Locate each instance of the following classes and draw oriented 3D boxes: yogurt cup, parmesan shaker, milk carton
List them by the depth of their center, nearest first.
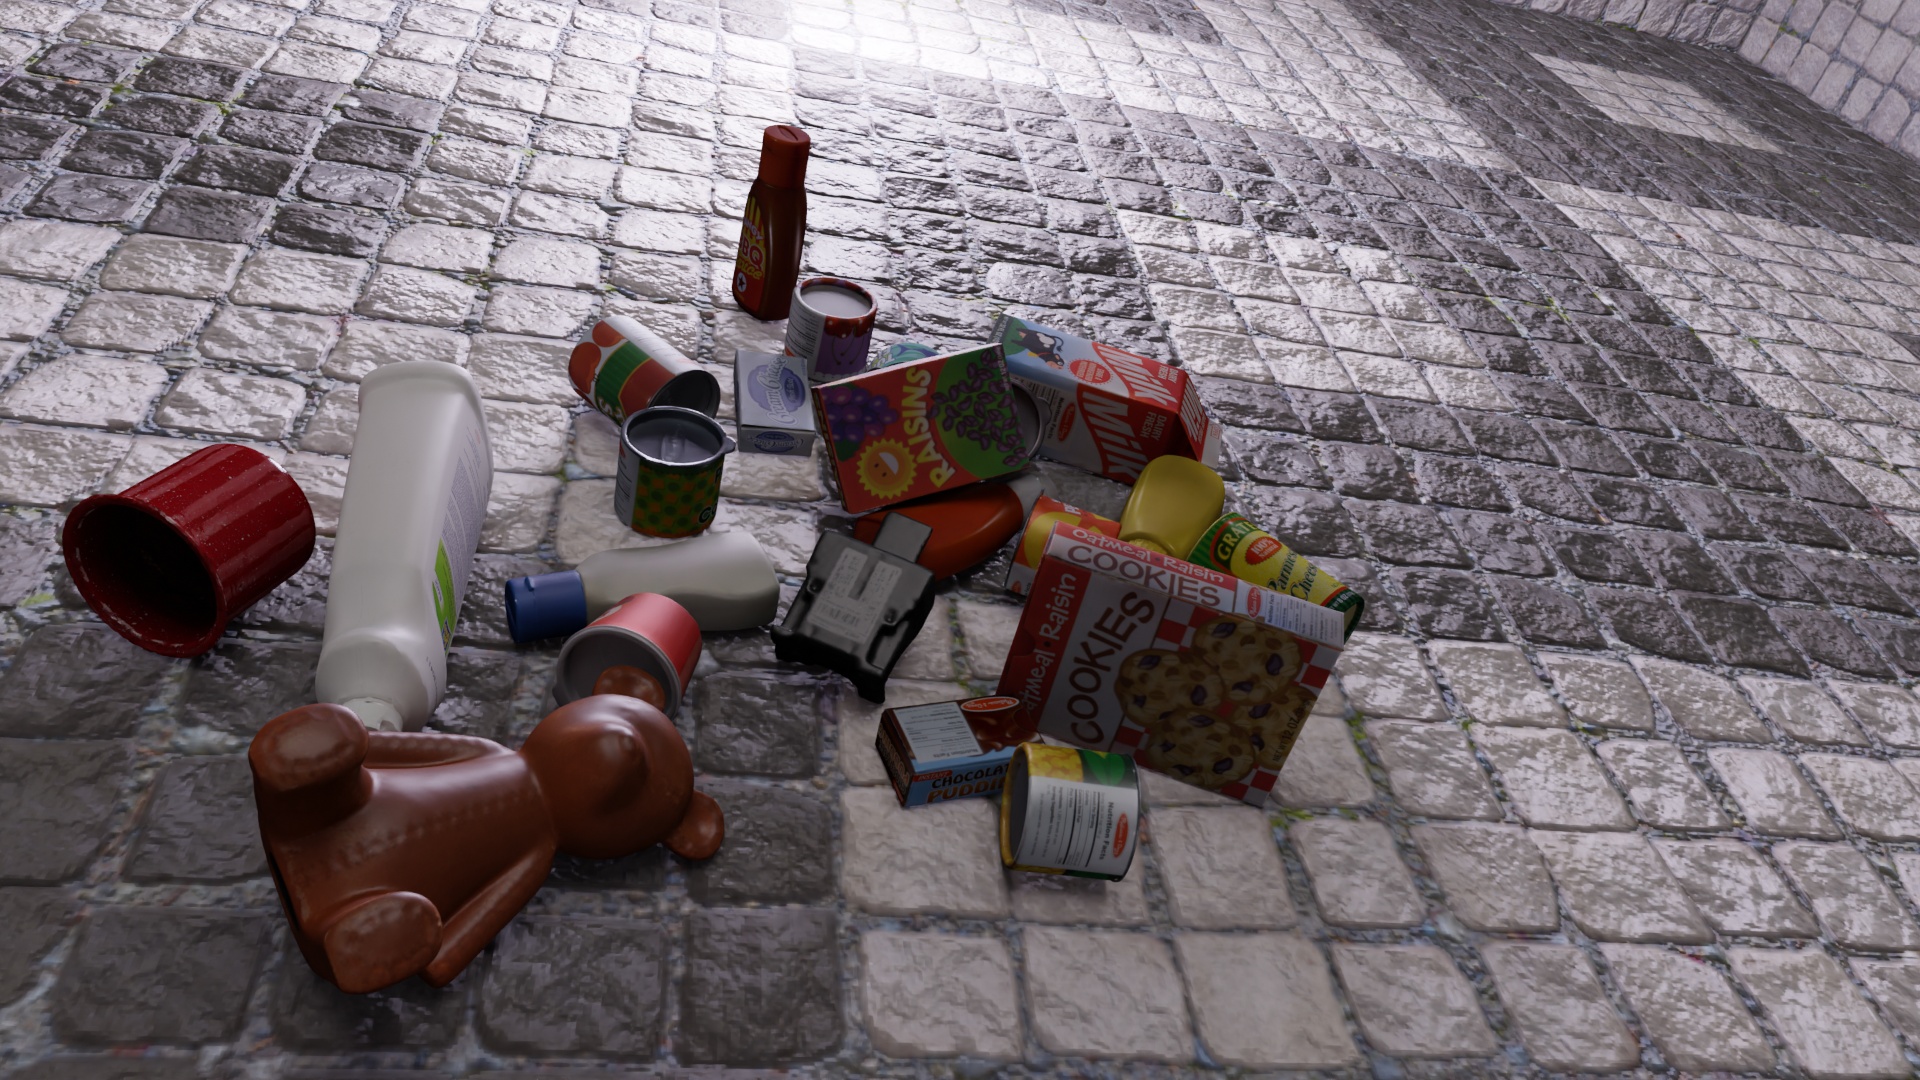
[{"bbox_3d":[-0.172,0.064,0.740,0.072,0.072,0.054,18,28,3],"label":"yogurt cup"},{"bbox_3d":[0.205,0.035,0.913,0.103,0.071,0.071,37,41,27],"label":"parmesan shaker"},{"bbox_3d":[0.105,-0.100,1.050,0.191,0.073,0.073,18,36,3],"label":"milk carton"}]

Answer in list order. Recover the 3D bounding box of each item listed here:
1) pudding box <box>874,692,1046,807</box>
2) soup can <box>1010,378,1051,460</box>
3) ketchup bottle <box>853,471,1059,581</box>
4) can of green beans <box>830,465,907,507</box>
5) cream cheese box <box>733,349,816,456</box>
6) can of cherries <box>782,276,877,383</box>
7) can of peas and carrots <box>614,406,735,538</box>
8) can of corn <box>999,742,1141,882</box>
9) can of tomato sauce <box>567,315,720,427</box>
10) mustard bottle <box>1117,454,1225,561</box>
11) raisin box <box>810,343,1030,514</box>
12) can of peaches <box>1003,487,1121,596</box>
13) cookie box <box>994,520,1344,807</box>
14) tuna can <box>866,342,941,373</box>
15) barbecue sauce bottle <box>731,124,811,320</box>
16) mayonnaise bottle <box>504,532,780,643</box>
[{"bbox_3d":[0.001,0.114,0.763,0.084,0.030,0.050,-4,39,-25],"label":"pudding box"},{"bbox_3d":[0.028,-0.081,0.974,0.071,0.071,0.084,16,5,1],"label":"soup can"},{"bbox_3d":[0.003,-0.012,0.919,0.149,0.043,0.065,-21,39,-40],"label":"ketchup bottle"},{"bbox_3d":[-0.048,-0.065,0.960,0.071,0.057,0.071,10,36,-7],"label":"can of green beans"},{"bbox_3d":[-0.135,-0.100,1.003,0.053,0.024,0.104,4,37,-15],"label":"cream cheese box"},{"bbox_3d":[-0.099,-0.164,1.073,0.071,0.058,0.072,10,36,-7],"label":"can of cherries"},{"bbox_3d":[-0.182,-0.043,0.881,0.071,0.058,0.071,11,36,-8],"label":"can of peas and carrots"},{"bbox_3d":[0.055,0.140,0.720,0.058,0.070,0.071,8,36,-9],"label":"can of corn"},{"bbox_3d":[-0.217,-0.104,0.946,0.083,0.070,0.071,35,40,26],"label":"can of tomato sauce"},{"bbox_3d":[0.135,-0.003,0.953,0.065,0.048,0.161,24,37,12],"label":"mustard bottle"},{"bbox_3d":[-0.026,-0.073,0.899,0.123,0.086,0.040,-15,9,-11],"label":"raisin box"},{"bbox_3d":[0.067,0.008,0.896,0.058,0.070,0.071,21,36,6],"label":"can of peaches"},{"bbox_3d":[0.113,0.071,0.783,0.167,0.122,0.040,18,35,4],"label":"cookie box"},{"bbox_3d":[-0.040,-0.111,1.016,0.071,0.070,0.033,9,35,-8],"label":"tuna can"},{"bbox_3d":[-0.147,-0.251,1.096,0.044,0.147,0.065,-11,44,-33],"label":"barbecue sauce bottle"},{"bbox_3d":[-0.183,0.030,0.799,0.148,0.041,0.065,-8,40,-27],"label":"mayonnaise bottle"}]
